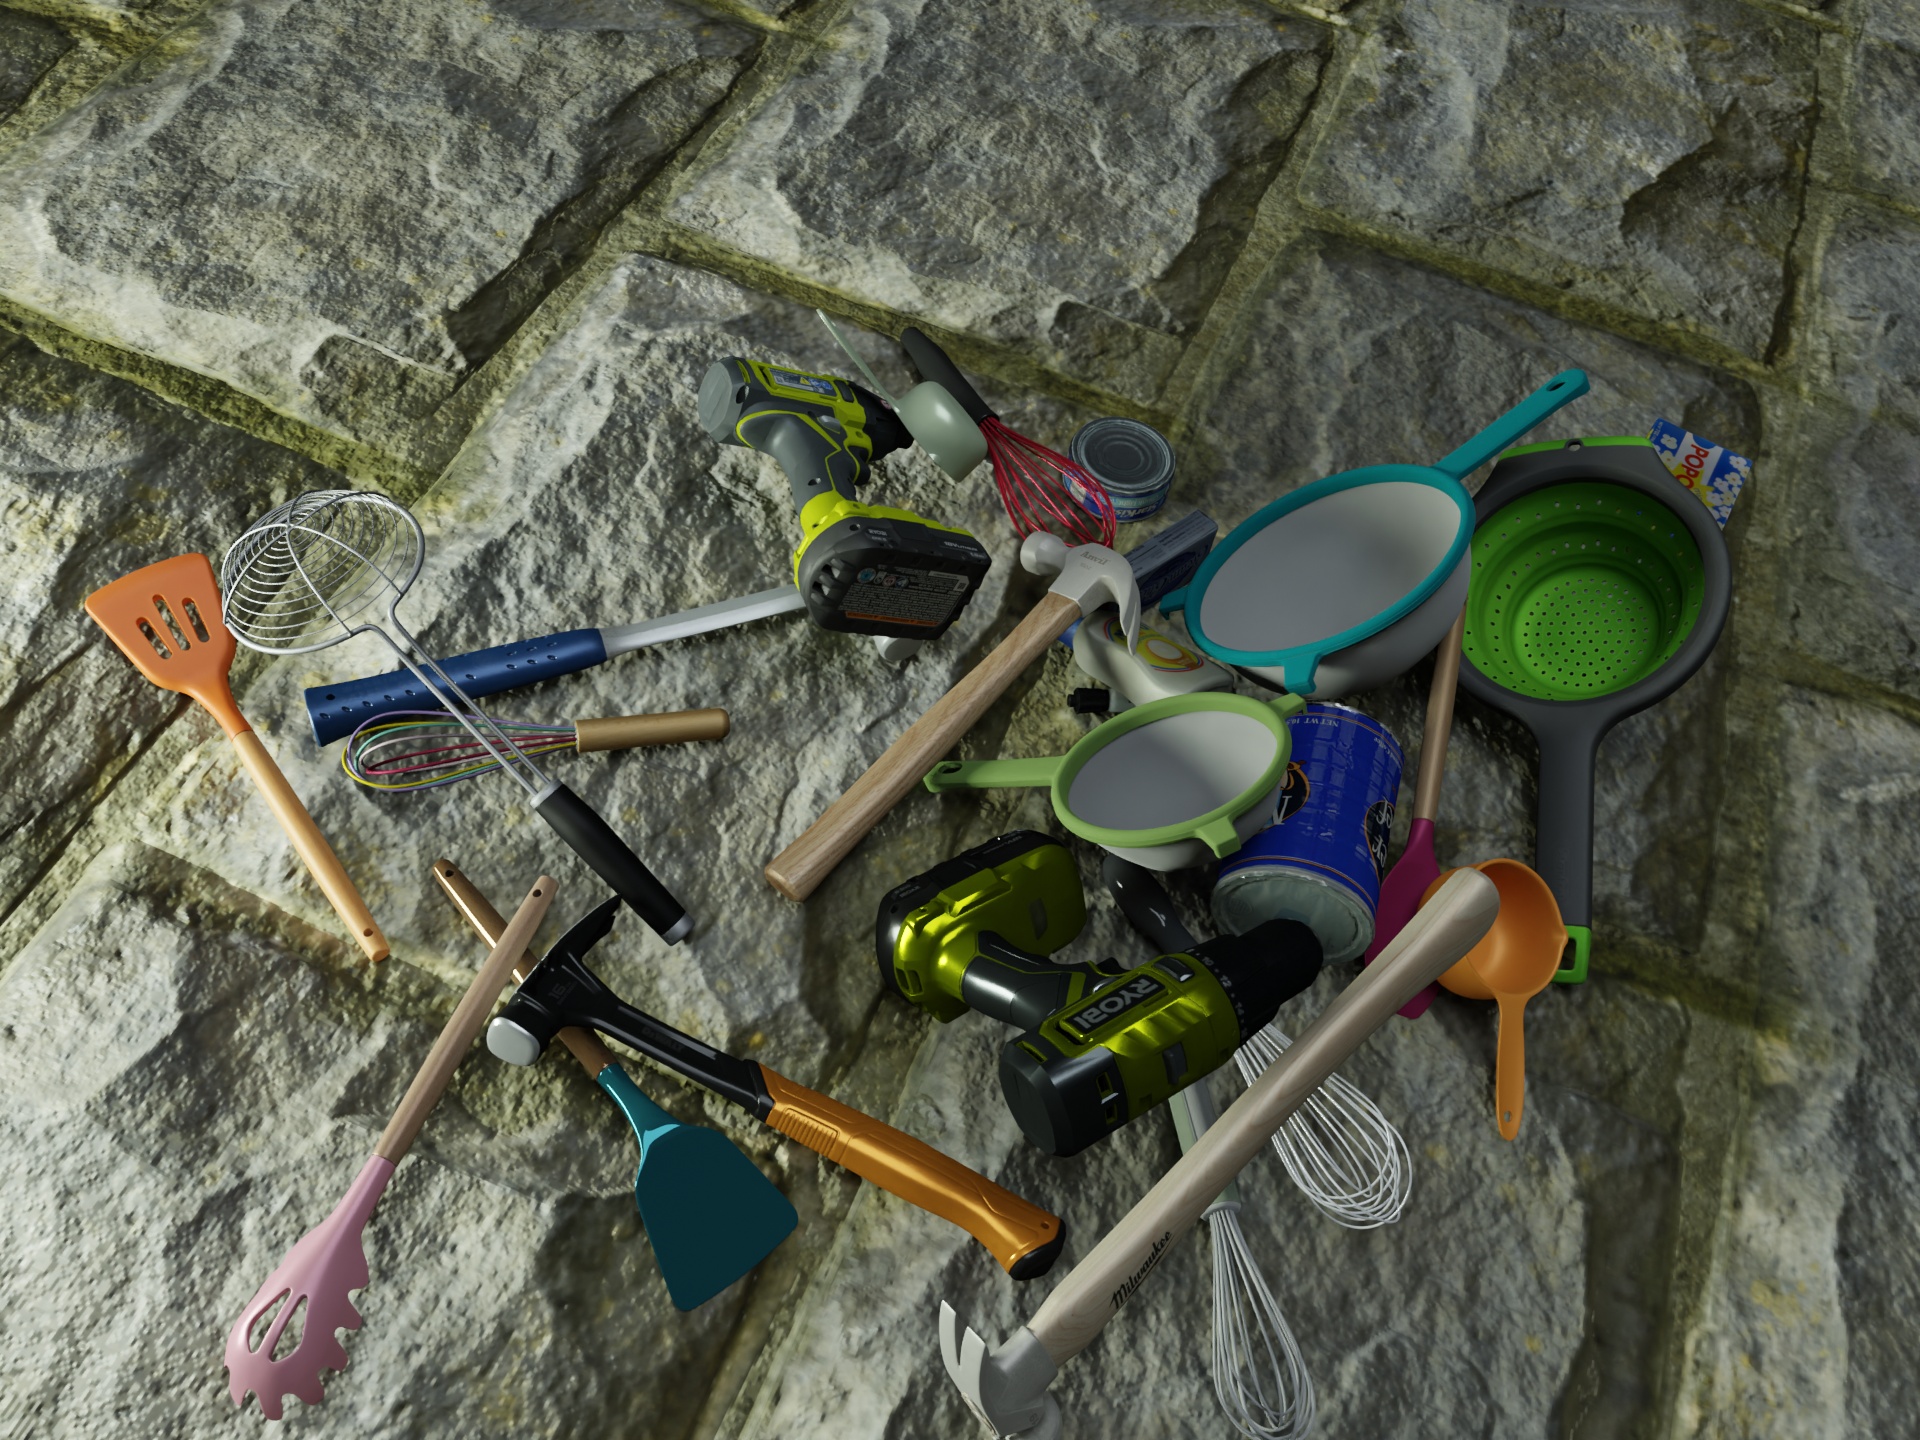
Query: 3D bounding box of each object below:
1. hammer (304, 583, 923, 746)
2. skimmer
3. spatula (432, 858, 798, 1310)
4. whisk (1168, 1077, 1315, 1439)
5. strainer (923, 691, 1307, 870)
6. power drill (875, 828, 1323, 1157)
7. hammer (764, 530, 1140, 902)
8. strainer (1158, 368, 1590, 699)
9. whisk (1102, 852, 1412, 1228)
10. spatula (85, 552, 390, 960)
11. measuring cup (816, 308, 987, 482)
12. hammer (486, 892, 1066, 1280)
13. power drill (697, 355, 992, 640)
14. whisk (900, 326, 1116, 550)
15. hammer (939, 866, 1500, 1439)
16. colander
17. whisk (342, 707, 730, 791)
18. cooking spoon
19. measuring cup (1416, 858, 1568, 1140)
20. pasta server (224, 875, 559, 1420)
[{"bbox_3d":[-0.237,-0.059,1.095,0.405,0.035,0.144,-16,59,-18],"label":"hammer"},{"bbox_3d":[-0.302,0.004,0.985,0.363,0.090,0.127,48,68,-7],"label":"skimmer"},{"bbox_3d":[-0.221,0.194,0.930,0.082,0.044,0.318,-33,61,-26],"label":"spatula"},{"bbox_3d":[0.150,0.286,0.905,0.057,0.059,0.247,5,49,-20],"label":"whisk"},{"bbox_3d":[0.093,0.052,1.013,0.256,0.069,0.151,-3,34,33],"label":"strainer"},{"bbox_3d":[0.071,0.139,0.901,0.190,0.080,0.229,-25,25,-24],"label":"power drill"},{"bbox_3d":[-0.002,-0.003,1.056,0.130,0.031,0.331,25,62,43],"label":"hammer"},{"bbox_3d":[0.323,-0.119,1.131,0.340,0.095,0.211,-36,29,-6],"label":"strainer"},{"bbox_3d":[0.173,0.187,0.975,0.070,0.070,0.285,-23,57,-22],"label":"whisk"},{"bbox_3d":[-0.444,0.024,1.004,0.081,0.041,0.323,-30,65,-26],"label":"spatula"},{"bbox_3d":[-0.039,-0.246,1.163,0.038,0.167,0.083,-37,29,11],"label":"measuring cup"},{"bbox_3d":[-0.092,0.217,0.906,0.337,0.034,0.127,28,34,3],"label":"hammer"},{"bbox_3d":[-0.074,-0.163,1.123,0.171,0.080,0.223,4,44,-38],"label":"power drill"},{"bbox_3d":[0.031,-0.216,1.233,0.073,0.073,0.296,-22,56,-22],"label":"whisk"},{"bbox_3d":[0.154,0.215,0.856,0.410,0.146,0.038,-40,49,-20],"label":"hammer"},{"bbox_3d":[0.435,-0.004,1.126,0.204,0.094,0.397,-1,70,28],"label":"colander"},{"bbox_3d":[-0.272,0.016,1.035,0.245,0.051,0.047,-6,22,-18],"label":"whisk"},{"bbox_3d":[0.316,0.046,1.076,0.068,0.017,0.319,25,65,-19],"label":"cooking spoon"},{"bbox_3d":[0.332,0.176,1.010,0.095,0.052,0.174,10,76,-23],"label":"measuring cup"},{"bbox_3d":[-0.303,0.221,0.880,0.060,0.040,0.316,20,57,6],"label":"pasta server"}]
